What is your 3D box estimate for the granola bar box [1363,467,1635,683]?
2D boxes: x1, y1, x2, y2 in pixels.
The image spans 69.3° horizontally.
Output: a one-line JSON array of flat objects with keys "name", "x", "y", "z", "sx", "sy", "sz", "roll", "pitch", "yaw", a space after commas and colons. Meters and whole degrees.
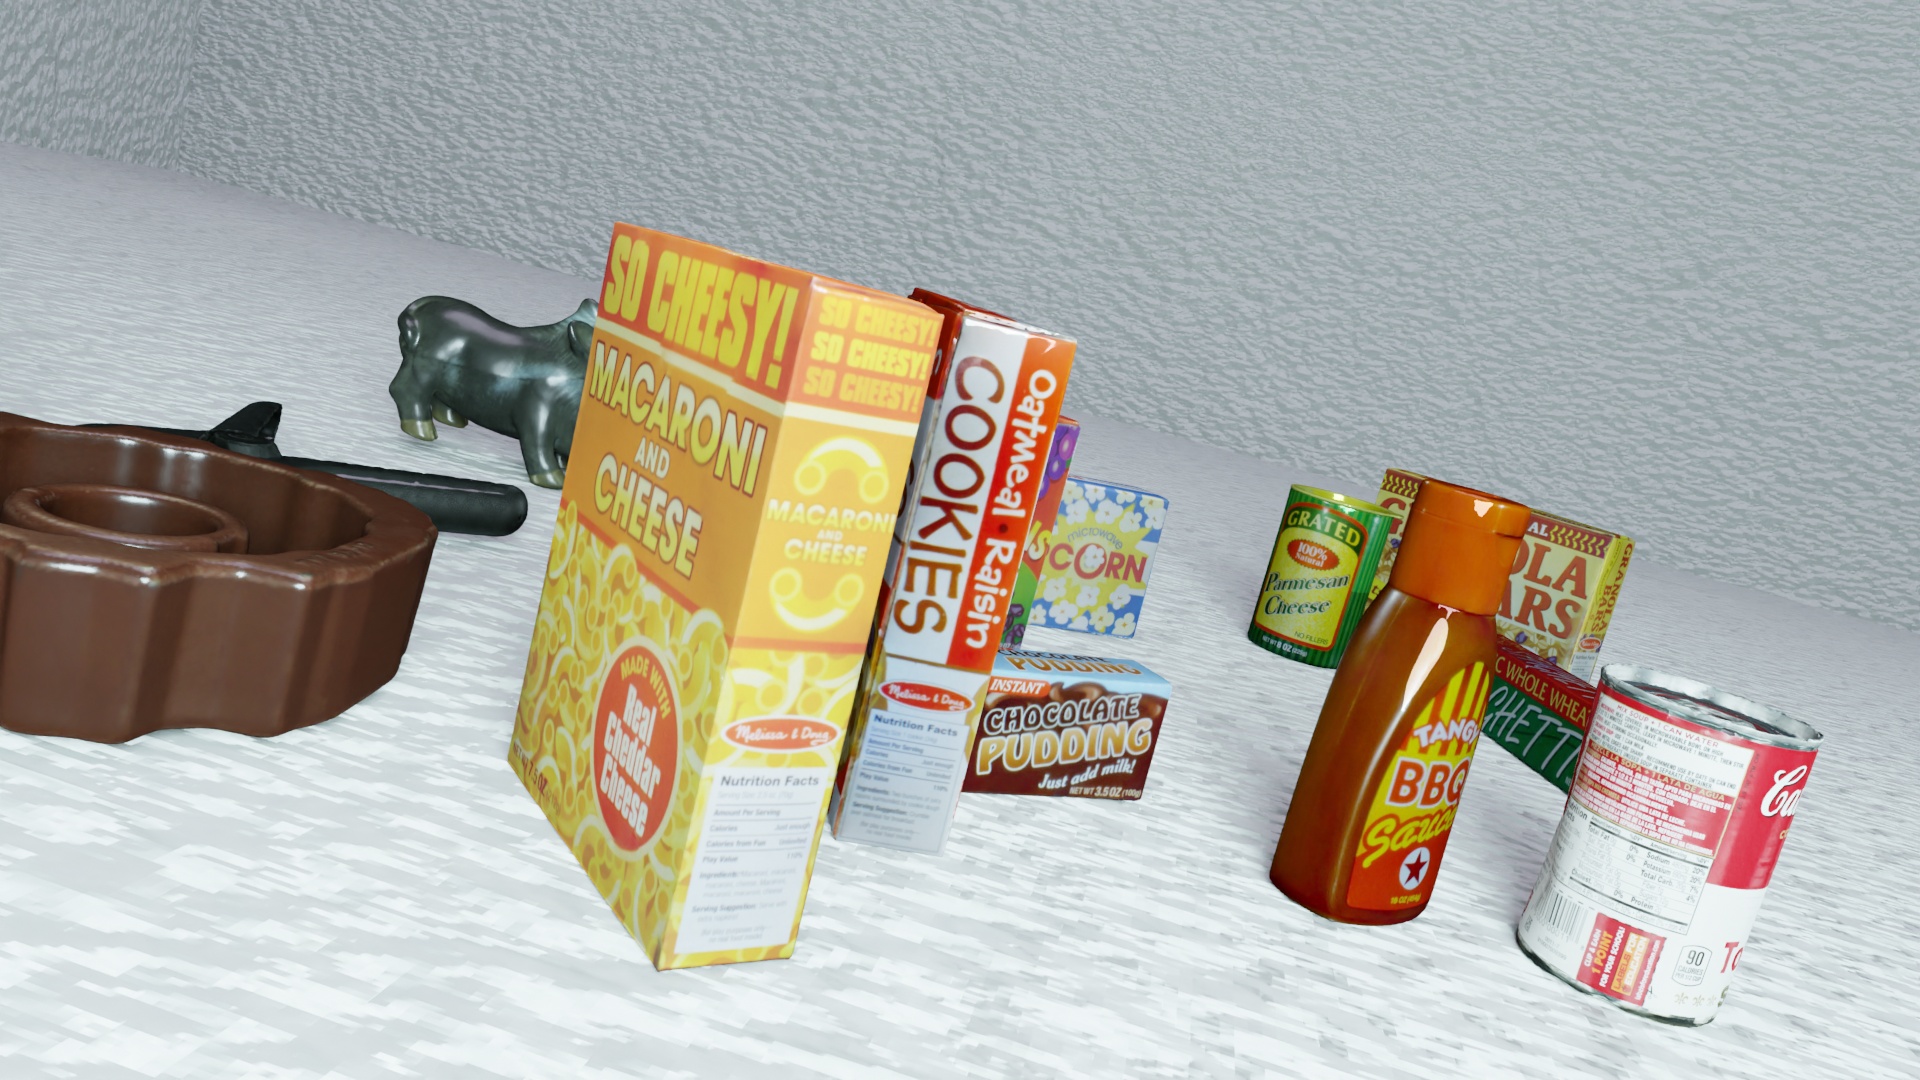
[{"name": "granola bar box", "x": 0.345, "y": 0.032, "z": 0.929, "sx": 0.039, "sy": 0.124, "sz": 0.166, "roll": 5, "pitch": 13, "yaw": -43}]

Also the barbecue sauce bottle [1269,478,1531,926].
[{"name": "barbecue sauce bottle", "x": 0.152, "y": 0.054, "z": 0.472, "sx": 0.065, "sy": 0.148, "sz": 0.044, "roll": 7, "pitch": 12, "yaw": -38}]

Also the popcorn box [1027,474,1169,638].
[{"name": "popcorn box", "x": 0.049, "y": 0.004, "z": 0.783, "sx": 0.127, "sy": 0.085, "sz": 0.038, "roll": 9, "pitch": 11, "yaw": -27}]

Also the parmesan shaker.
[{"name": "parmesan shaker", "x": 0.229, "y": 0.023, "z": 0.877, "sx": 0.071, "sy": 0.103, "sz": 0.071, "roll": 14, "pitch": 10, "yaw": -2}]

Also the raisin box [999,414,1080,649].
[{"name": "raisin box", "x": 0.002, "y": -0.008, "z": 0.677, "sx": 0.086, "sy": 0.123, "sz": 0.040, "roll": 6, "pitch": 12, "yaw": -39}]

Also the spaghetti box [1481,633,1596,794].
[{"name": "spaghetti box", "x": 0.322, "y": 0.102, "z": 0.731, "sx": 0.029, "sy": 0.050, "sz": 0.250, "roll": 13, "pitch": 10, "yaw": -8}]

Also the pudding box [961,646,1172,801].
[{"name": "pudding box", "x": 0.033, "y": 0.067, "z": 0.516, "sx": 0.084, "sy": 0.049, "sz": 0.030, "roll": 9, "pitch": 11, "yaw": -29}]

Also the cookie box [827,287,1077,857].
[{"name": "cookie box", "x": -0.013, "y": 0.002, "z": 0.473, "sx": 0.040, "sy": 0.167, "sz": 0.123, "roll": 12, "pitch": 10, "yaw": -12}]

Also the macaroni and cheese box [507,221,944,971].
[{"name": "macaroni and cheese box", "x": -0.070, "y": 0.007, "z": 0.371, "sx": 0.040, "sy": 0.166, "sz": 0.124, "roll": 7, "pitch": 12, "yaw": -37}]
